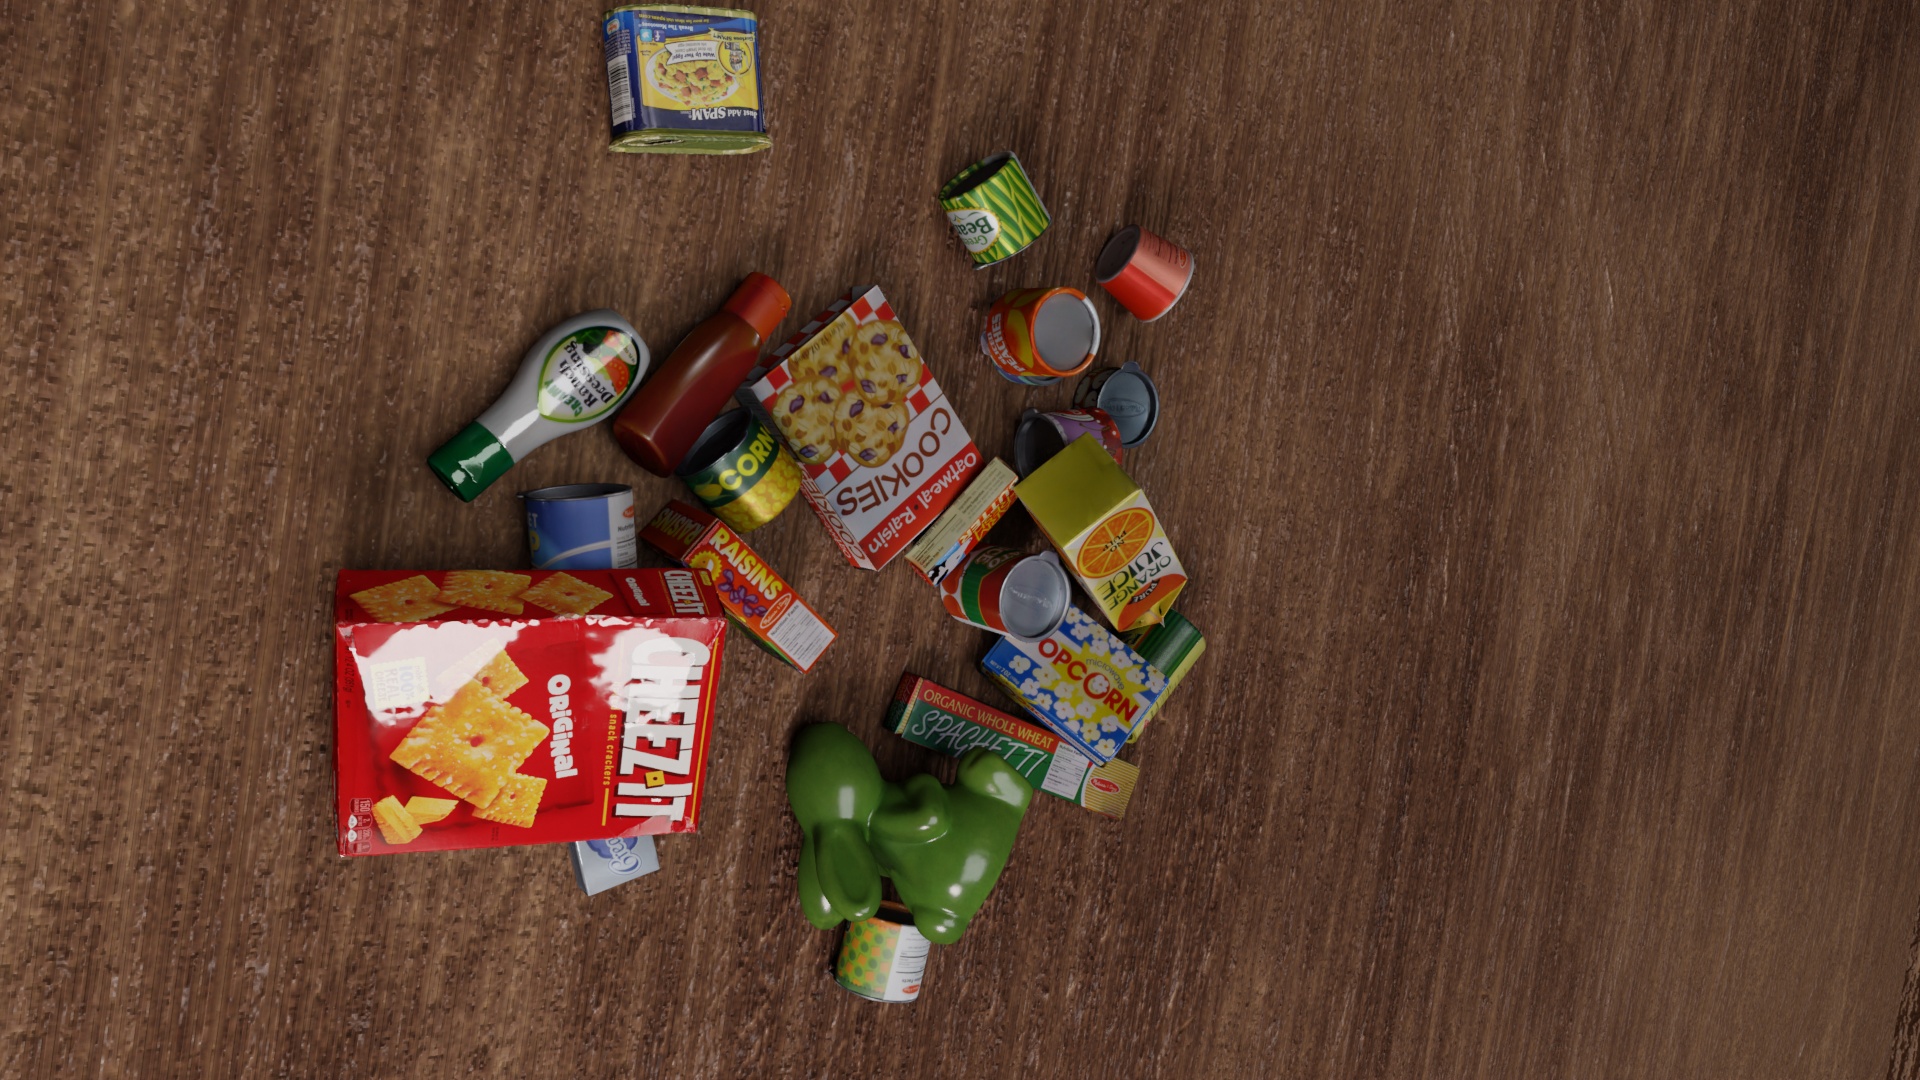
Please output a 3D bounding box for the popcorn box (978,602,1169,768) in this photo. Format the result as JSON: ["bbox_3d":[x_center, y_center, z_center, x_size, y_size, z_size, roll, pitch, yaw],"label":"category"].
[{"bbox_3d":[0.089,0.107,1.097,0.127,0.038,0.085,38,72,7],"label":"popcorn box"}]

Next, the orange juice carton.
[{"bbox_3d":[0.117,0.005,1.080,0.073,0.072,0.192,-38,145,0],"label":"orange juice carton"}]

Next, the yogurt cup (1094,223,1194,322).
[{"bbox_3d":[0.145,-0.217,1.114,0.054,0.072,0.072,29,80,-25],"label":"yogurt cup"}]

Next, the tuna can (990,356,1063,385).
[{"bbox_3d":[0.059,-0.153,1.082,0.071,0.033,0.071,-6,100,-33],"label":"tuna can"}]

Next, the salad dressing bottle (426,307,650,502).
[{"bbox_3d":[-0.263,-0.084,0.868,0.148,0.044,0.064,-45,120,-20],"label":"salad dressing bottle"}]

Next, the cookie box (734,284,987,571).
[{"bbox_3d":[-0.069,-0.080,1.002,0.123,0.040,0.167,-43,117,-22],"label":"cookie box"}]

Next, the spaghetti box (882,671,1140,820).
[{"bbox_3d":[0.046,0.168,1.121,0.250,0.028,0.050,27,82,-34],"label":"spaghetti box"}]

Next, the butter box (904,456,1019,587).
[{"bbox_3d":[0.004,-0.013,1.041,0.024,0.053,0.103,41,84,13],"label":"butter box"}]

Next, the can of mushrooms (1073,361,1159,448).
[{"bbox_3d":[0.128,-0.111,1.134,0.071,0.033,0.071,-6,100,-33],"label":"can of mushrooms"}]

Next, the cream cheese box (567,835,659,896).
[{"bbox_3d":[-0.240,0.181,0.933,0.053,0.024,0.103,-18,106,-30],"label":"cream cheese box"}]

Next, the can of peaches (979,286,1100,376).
[{"bbox_3d":[0.059,-0.153,1.025,0.071,0.058,0.071,-5,100,-33],"label":"can of peaches"}]

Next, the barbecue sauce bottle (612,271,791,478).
[{"bbox_3d":[-0.168,-0.114,0.921,0.044,0.064,0.149,30,68,11],"label":"barbecue sauce bottle"}]

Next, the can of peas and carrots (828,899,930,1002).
[{"bbox_3d":[-0.060,0.308,1.050,0.071,0.071,0.058,14,88,-35],"label":"can of peas and carrots"}]

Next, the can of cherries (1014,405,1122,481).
[{"bbox_3d":[0.084,-0.073,1.091,0.058,0.071,0.071,-11,103,-33],"label":"can of cherries"}]

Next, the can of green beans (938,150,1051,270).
[{"bbox_3d":[0.025,-0.245,1.026,0.071,0.071,0.057,-45,118,-21],"label":"can of green beans"}]

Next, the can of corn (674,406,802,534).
[{"bbox_3d":[-0.147,-0.047,0.935,0.071,0.071,0.058,-50,121,-18],"label":"can of corn"}]

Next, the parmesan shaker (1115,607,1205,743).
[{"bbox_3d":[0.148,0.109,1.163,0.103,0.071,0.071,-49,120,-19],"label":"parmesan shaker"}]

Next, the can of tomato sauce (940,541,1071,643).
[{"bbox_3d":[0.033,0.036,1.061,0.071,0.083,0.071,-6,100,-33],"label":"can of tomato sauce"}]

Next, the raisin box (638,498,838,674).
[{"bbox_3d":[-0.150,0.031,0.935,0.040,0.086,0.123,-49,120,-13],"label":"raisin box"}]

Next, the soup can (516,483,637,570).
[{"bbox_3d":[-0.242,0.009,0.884,0.071,0.071,0.083,-8,102,-33],"label":"soup can"}]
